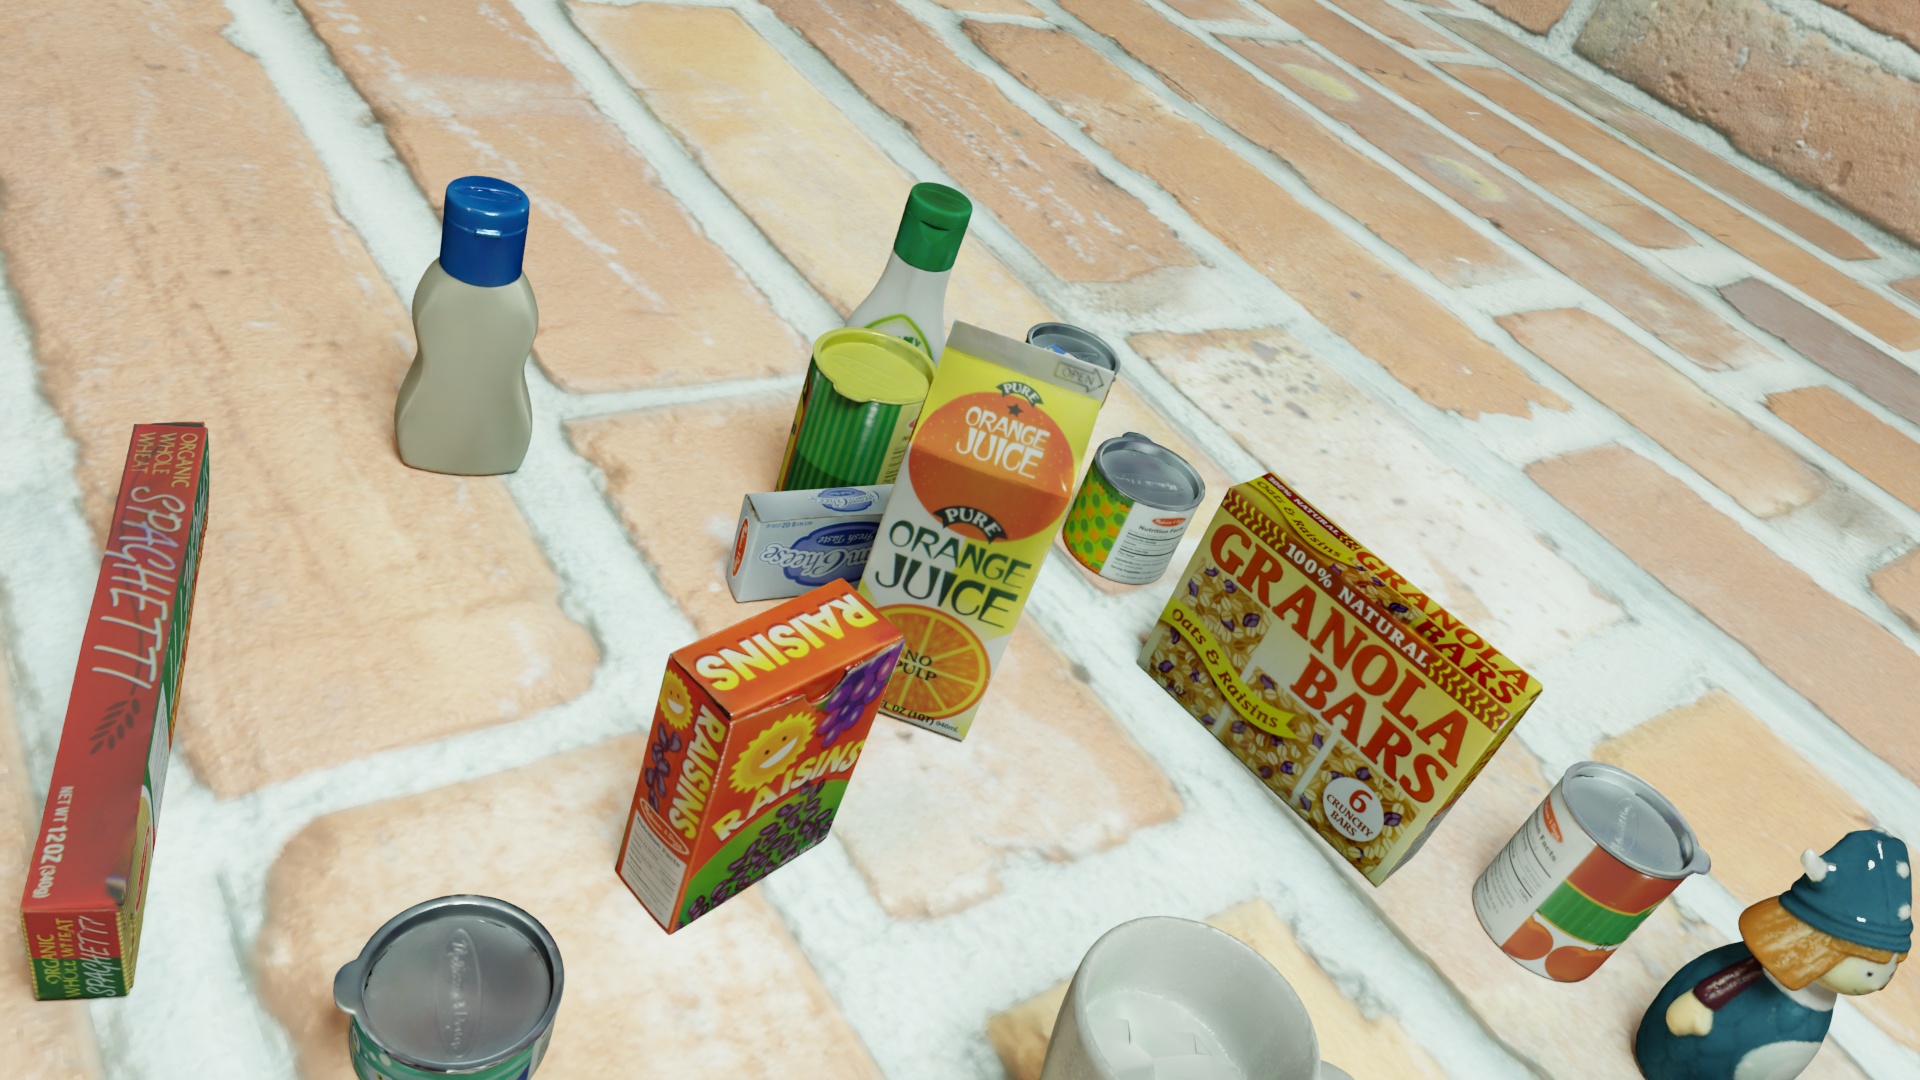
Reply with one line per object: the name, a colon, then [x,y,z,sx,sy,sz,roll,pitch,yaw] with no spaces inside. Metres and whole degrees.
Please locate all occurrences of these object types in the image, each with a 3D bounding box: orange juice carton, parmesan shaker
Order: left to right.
parmesan shaker: [-0.058,-0.049,0.722,0.071,0.102,0.072,14,36,-10]
orange juice carton: [0.002,-0.008,0.623,0.072,0.191,0.073,20,36,-3]

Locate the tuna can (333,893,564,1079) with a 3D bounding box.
tuna can: [-0.170,0.155,0.461,0.071,0.032,0.071,14,36,-10]

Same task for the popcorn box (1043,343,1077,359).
popcorn box: [0.022,-0.051,0.780,0.038,0.084,0.127,34,38,17]

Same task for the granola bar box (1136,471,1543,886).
granola bar box: [0.177,0.065,0.676,0.039,0.123,0.166,-18,51,-42]

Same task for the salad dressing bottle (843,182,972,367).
salad dressing bottle: [-0.032,-0.134,0.807,0.064,0.146,0.044,17,36,-7]

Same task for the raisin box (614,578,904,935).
raisin box: [-0.077,0.082,0.526,0.040,0.122,0.086,41,40,25]

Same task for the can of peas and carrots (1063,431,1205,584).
can of peas and carrots: [0.098,-0.019,0.799,0.071,0.058,0.071,14,36,-10]

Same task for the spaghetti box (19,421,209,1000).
spaghetti box: [-0.307,0.047,0.516,0.029,0.050,0.251,3,40,-24]

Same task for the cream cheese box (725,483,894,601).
cream cheese box: [-0.063,0.000,0.698,0.104,0.053,0.024,-5,44,-32]

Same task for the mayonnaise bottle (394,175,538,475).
mayonnaise bottle: [-0.231,-0.099,0.660,0.065,0.147,0.041,3,40,-24]

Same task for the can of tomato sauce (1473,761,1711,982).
can of tomato sauce: [0.293,0.157,0.651,0.071,0.082,0.071,14,36,-10]

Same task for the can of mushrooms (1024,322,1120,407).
can of mushrooms: [0.072,-0.114,0.930,0.071,0.033,0.071,14,36,-10]
